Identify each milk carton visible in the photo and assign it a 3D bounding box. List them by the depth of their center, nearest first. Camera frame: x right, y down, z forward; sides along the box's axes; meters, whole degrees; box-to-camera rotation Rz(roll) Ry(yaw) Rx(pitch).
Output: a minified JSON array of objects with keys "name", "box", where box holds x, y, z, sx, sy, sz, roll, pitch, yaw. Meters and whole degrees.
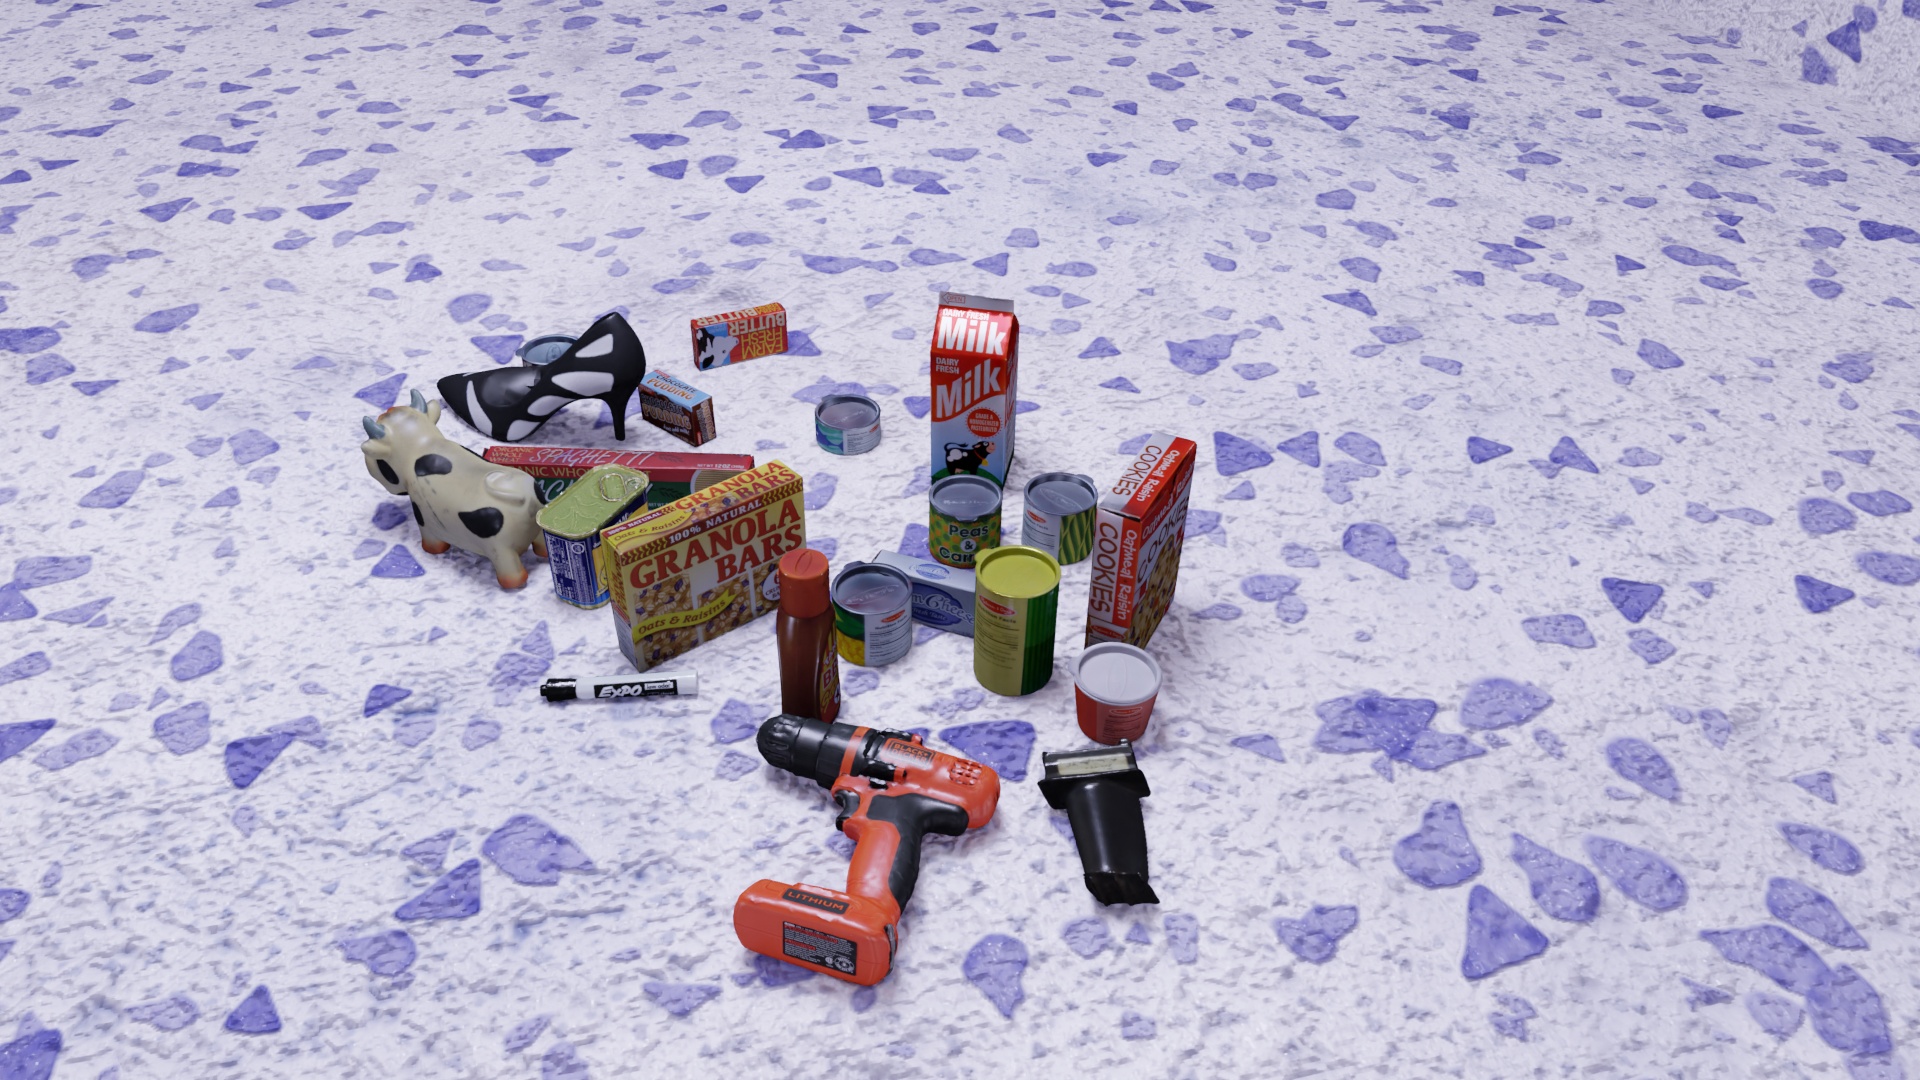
[{"name":"milk carton","box":[0.013,-0.144,1.297,0.072,0.189,0.074,8,37,8]}]

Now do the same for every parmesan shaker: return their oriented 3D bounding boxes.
[{"name":"parmesan shaker","box":[0.041,0.063,1.098,0.071,0.102,0.072,1,37,-1]}]

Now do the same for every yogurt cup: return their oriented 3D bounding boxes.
[{"name":"yogurt cup","box":[0.118,0.120,1.065,0.072,0.053,0.073,1,37,-1]}]

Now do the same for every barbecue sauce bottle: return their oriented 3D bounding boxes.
[{"name":"barbecue sauce bottle","box":[-0.114,0.074,1.039,0.044,0.147,0.065,7,37,7]}]

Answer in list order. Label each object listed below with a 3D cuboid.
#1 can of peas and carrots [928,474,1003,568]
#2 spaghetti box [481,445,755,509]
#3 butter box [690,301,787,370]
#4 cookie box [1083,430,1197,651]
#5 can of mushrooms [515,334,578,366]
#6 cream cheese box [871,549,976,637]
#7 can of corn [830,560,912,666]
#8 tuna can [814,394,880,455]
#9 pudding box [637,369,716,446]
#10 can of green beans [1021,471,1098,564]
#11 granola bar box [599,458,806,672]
[{"name":"can of peas and carrots","box":[0.004,-0.015,1.236,0.071,0.058,0.071,1,37,-1]},{"name":"spaghetti box","box":[-0.316,-0.057,1.286,0.250,0.049,0.029,2,37,0]},{"name":"butter box","box":[-0.239,-0.222,1.504,0.104,0.052,0.024,-16,41,-22]},{"name":"cookie box","box":[0.144,0.014,1.113,0.040,0.166,0.123,18,40,20]},{"name":"can of mushrooms","box":[-0.432,-0.189,1.470,0.071,0.033,0.071,1,37,-1]},{"name":"cream cheese box","box":[-0.024,0.045,1.159,0.104,0.053,0.024,14,39,16]},{"name":"can of corn","box":[-0.073,0.059,1.135,0.071,0.058,0.071,1,37,-1]},{"name":"tuna can","box":[-0.114,-0.117,1.387,0.071,0.032,0.071,1,37,-1]},{"name":"pudding box","box":[-0.283,-0.133,1.389,0.084,0.049,0.030,27,44,30]},{"name":"can of green beans","box":[0.088,-0.020,1.245,0.071,0.057,0.071,1,37,-1]},{"name":"granola bar box","box":[-0.204,0.019,1.129,0.166,0.123,0.039,-26,45,-31]}]
